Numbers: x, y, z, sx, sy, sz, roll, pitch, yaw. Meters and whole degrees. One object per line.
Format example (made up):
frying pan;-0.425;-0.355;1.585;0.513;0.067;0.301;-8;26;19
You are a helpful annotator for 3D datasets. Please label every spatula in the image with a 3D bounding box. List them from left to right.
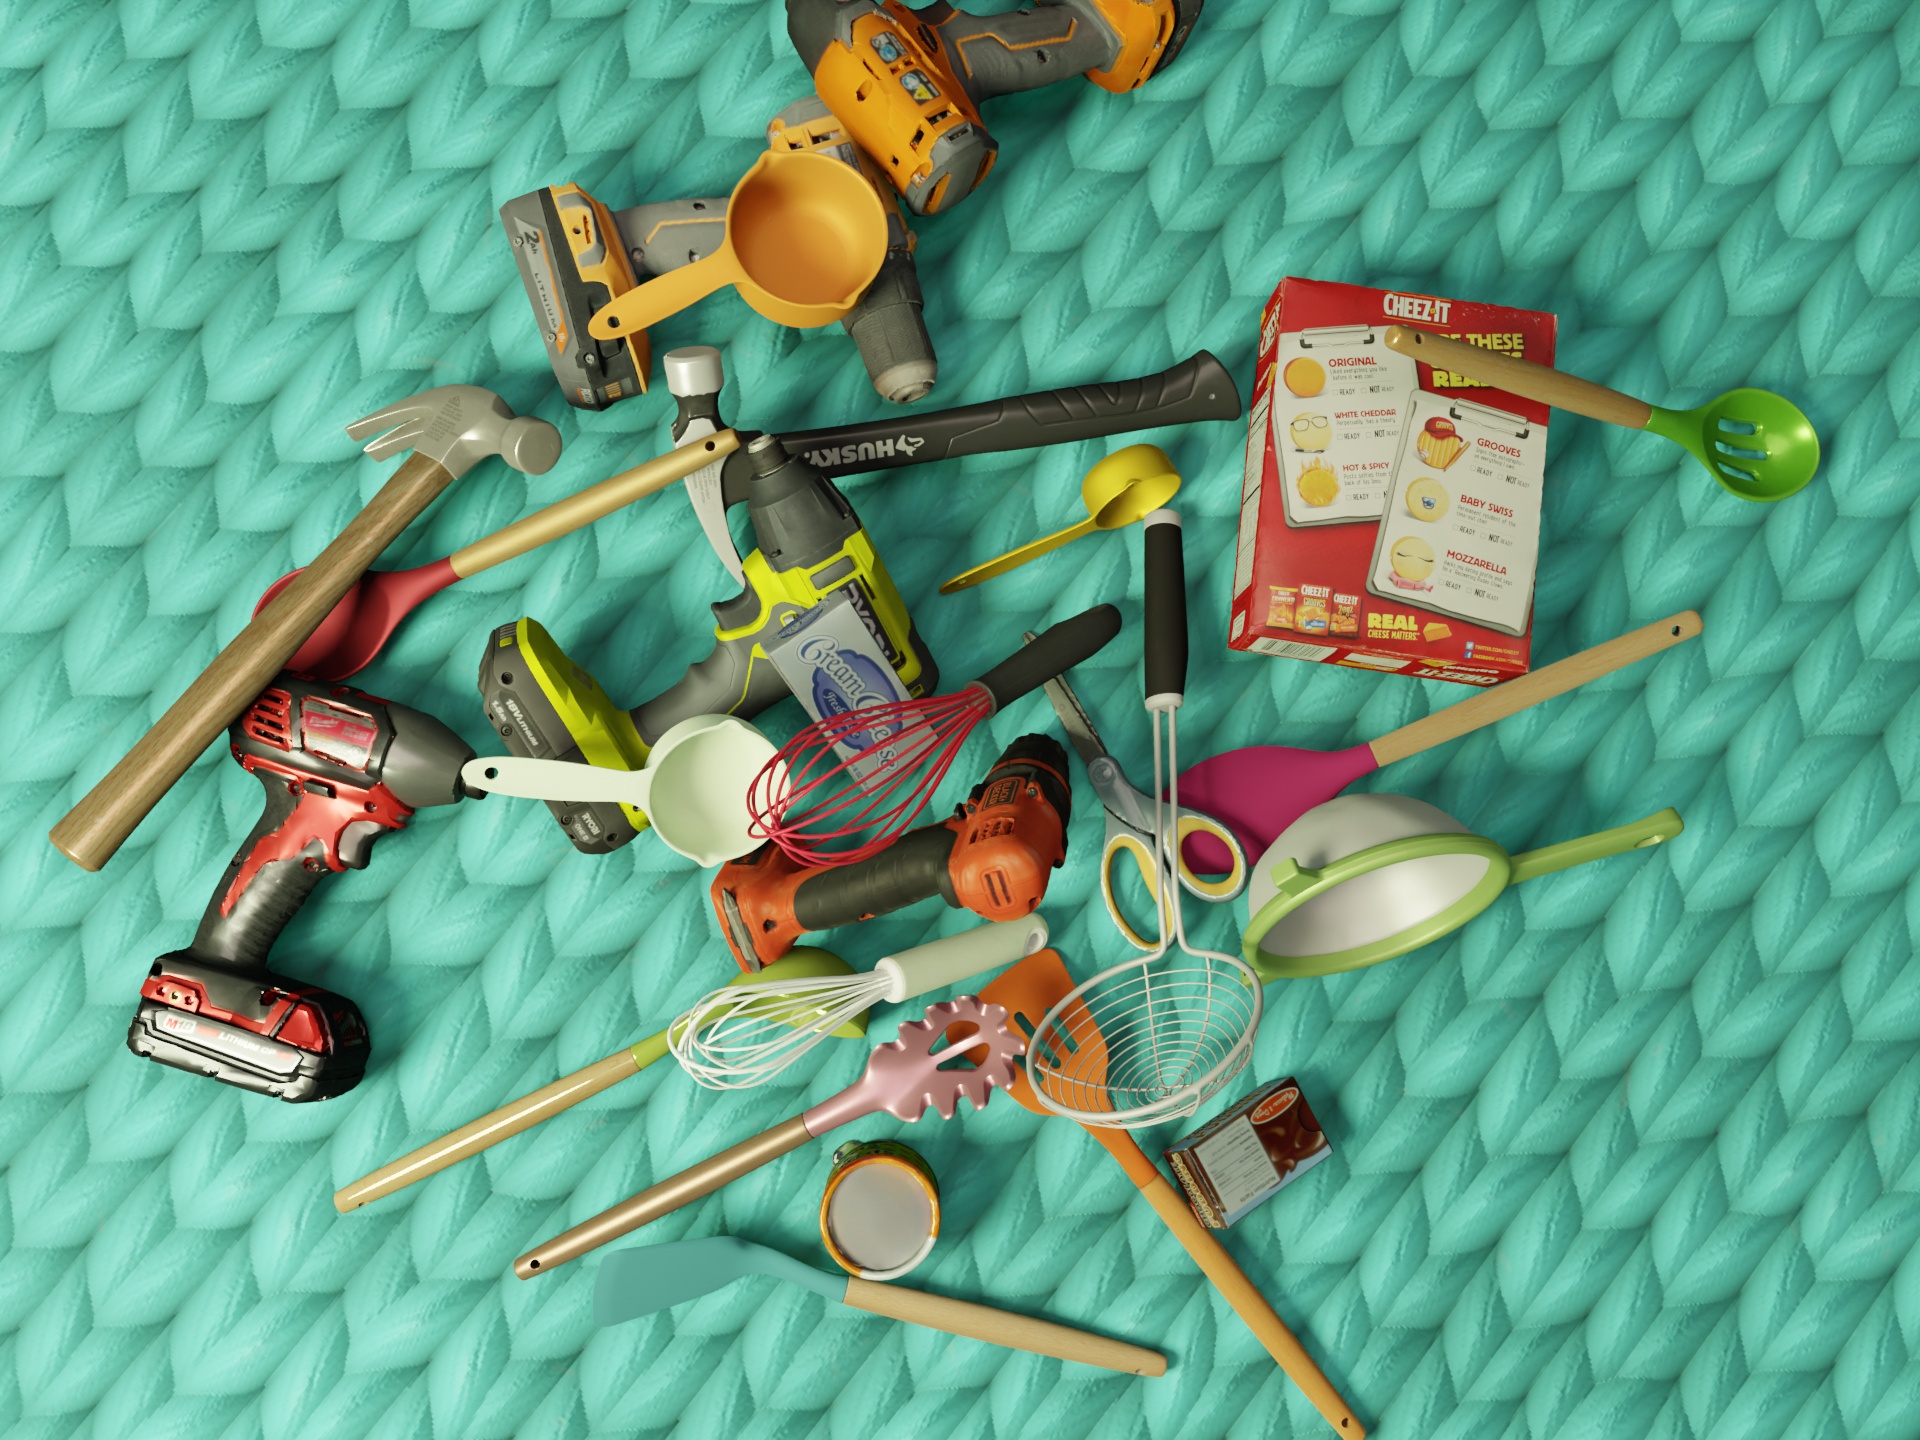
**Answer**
spatula;-0.040;0.330;0.874;0.317;0.082;0.044;14;40;-3
spatula;0.120;0.276;0.898;0.081;0.041;0.322;-39;89;-7

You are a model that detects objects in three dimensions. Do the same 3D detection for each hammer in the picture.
hammer;-0.364;-0.058;0.865;0.130;0.031;0.331;26;70;34
hammer;0.004;-0.163;0.925;0.334;0.035;0.146;-11;117;-11

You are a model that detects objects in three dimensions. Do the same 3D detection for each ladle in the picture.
ladle;-0.262;-0.098;0.894;0.315;0.031;0.069;-21;93;14
ladle;-0.200;0.210;0.883;0.320;0.078;0.062;-26;61;1

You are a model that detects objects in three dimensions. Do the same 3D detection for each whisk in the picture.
whisk;-0.045;0.140;0.842;0.246;0.059;0.057;-12;120;-40
whisk;-0.001;-0.003;0.846;0.296;0.073;0.073;-33;83;-42

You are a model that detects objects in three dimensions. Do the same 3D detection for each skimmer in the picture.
skimmer;0.099;0.037;0.858;0.127;0.090;0.364;-12;65;31

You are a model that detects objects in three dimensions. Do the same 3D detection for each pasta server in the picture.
pasta server;-0.108;0.234;0.868;0.316;0.040;0.060;-27;85;5

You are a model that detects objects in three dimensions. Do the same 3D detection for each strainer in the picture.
strainer;0.269;0.067;0.881;0.256;0.151;0.069;-14;59;-6

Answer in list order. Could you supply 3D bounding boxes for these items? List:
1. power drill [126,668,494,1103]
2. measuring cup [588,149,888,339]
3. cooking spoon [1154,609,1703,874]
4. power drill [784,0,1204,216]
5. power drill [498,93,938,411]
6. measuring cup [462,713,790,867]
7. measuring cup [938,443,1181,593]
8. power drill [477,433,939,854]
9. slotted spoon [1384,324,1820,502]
power drill;-0.355;0.091;0.882;0.143;0.078;0.220;17;82;0
measuring cup;-0.123;-0.242;0.871;0.173;0.052;0.095;-28;91;-10
cooking spoon;0.256;0.009;0.892;0.319;0.017;0.069;-24;94;13
power drill;0.012;-0.409;0.926;0.226;0.084;0.164;-36;85;-22
power drill;-0.133;-0.251;0.933;0.226;0.084;0.185;-19;85;-8
measuring cup;-0.174;0.029;0.833;0.167;0.038;0.083;6;106;-19
measuring cup;0.054;-0.118;0.937;0.156;0.062;0.029;-25;74;6
power drill;-0.144;-0.040;0.880;0.223;0.080;0.171;-30;114;-4
slotted spoon;0.369;-0.182;0.907;0.313;0.031;0.070;9;82;-24
